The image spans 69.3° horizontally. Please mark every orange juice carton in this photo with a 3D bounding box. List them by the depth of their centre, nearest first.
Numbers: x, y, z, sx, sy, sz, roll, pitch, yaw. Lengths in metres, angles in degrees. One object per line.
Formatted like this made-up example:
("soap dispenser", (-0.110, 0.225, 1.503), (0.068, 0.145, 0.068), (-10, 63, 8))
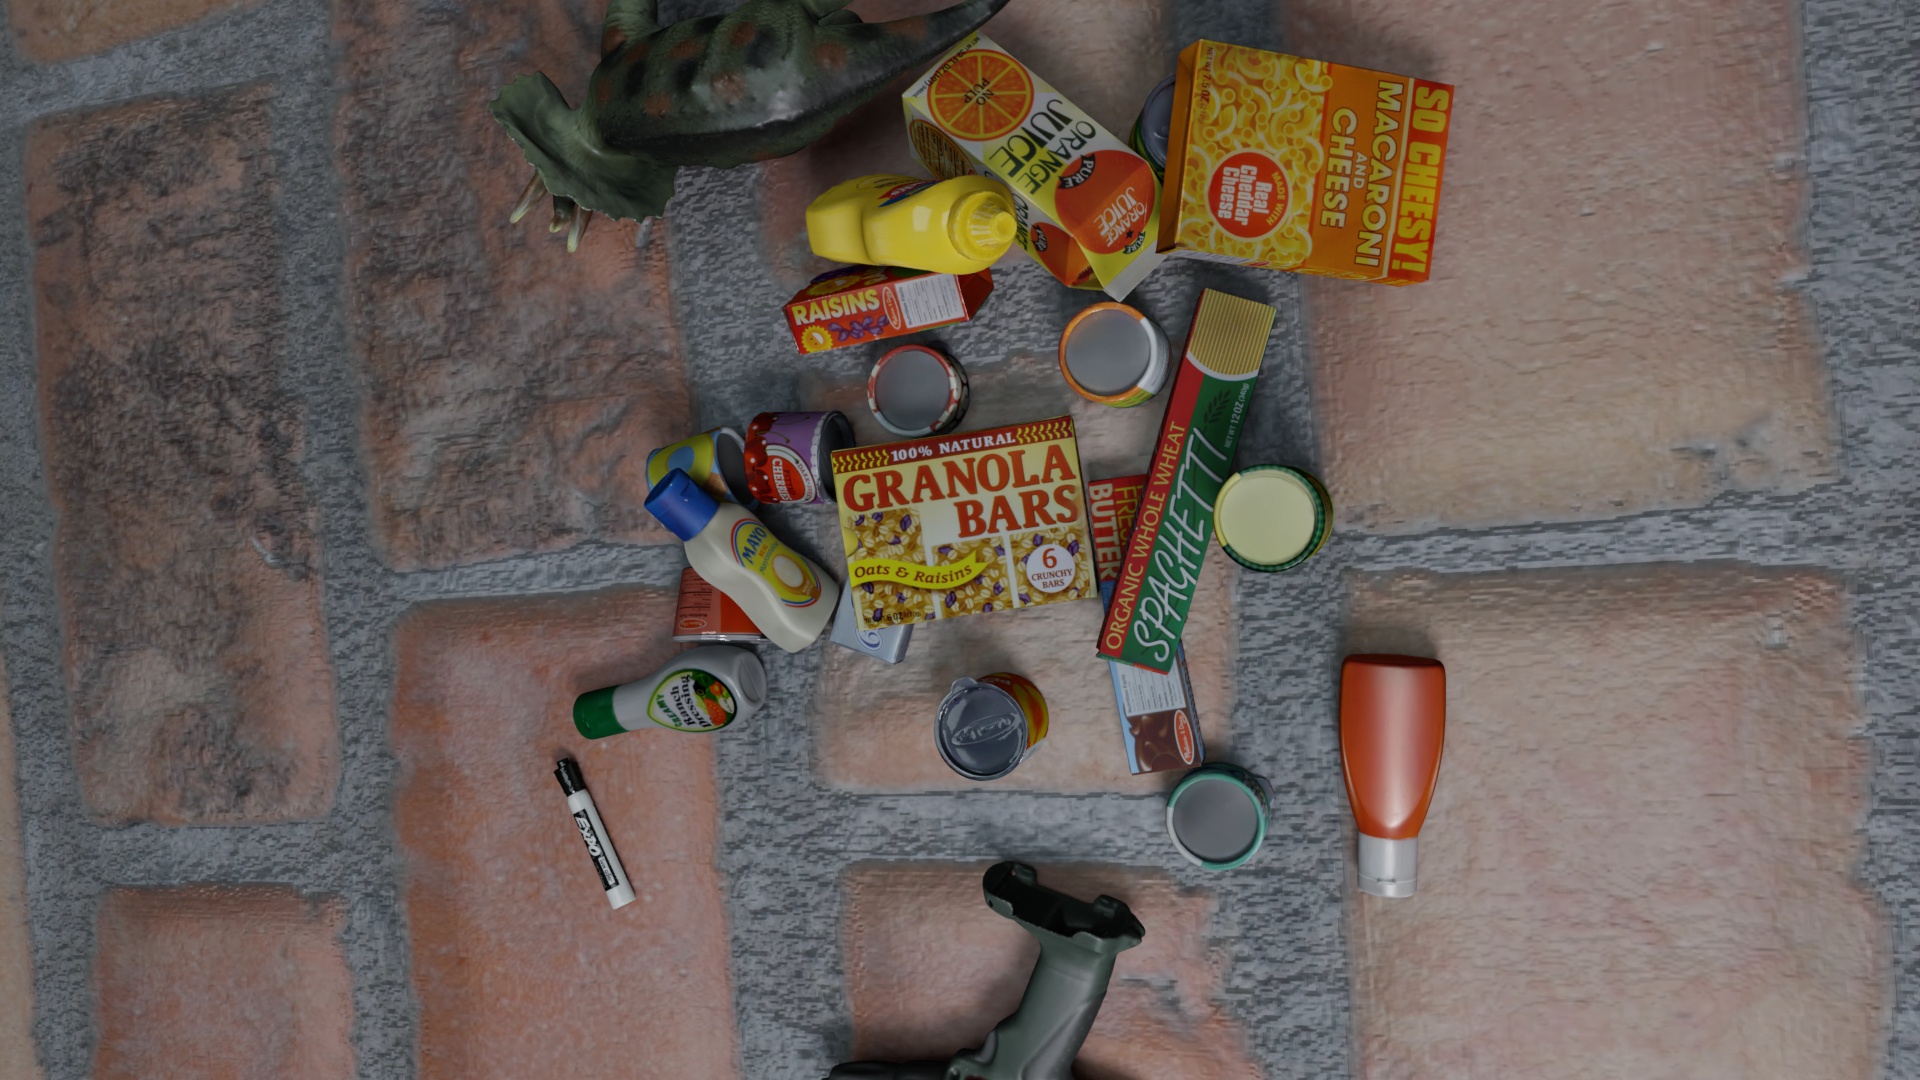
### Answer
("orange juice carton", (0.056, -0.237, 0.905), (0.193, 0.073, 0.072), (42, 79, 14))

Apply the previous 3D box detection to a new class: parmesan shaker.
("parmesan shaker", (0.196, -0.012, 0.865), (0.071, 0.103, 0.071), (1, 92, 17))

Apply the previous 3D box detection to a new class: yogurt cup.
("yogurt cup", (-0.174, 0.047, 1.005), (0.072, 0.072, 0.054), (-2, 83, 18))

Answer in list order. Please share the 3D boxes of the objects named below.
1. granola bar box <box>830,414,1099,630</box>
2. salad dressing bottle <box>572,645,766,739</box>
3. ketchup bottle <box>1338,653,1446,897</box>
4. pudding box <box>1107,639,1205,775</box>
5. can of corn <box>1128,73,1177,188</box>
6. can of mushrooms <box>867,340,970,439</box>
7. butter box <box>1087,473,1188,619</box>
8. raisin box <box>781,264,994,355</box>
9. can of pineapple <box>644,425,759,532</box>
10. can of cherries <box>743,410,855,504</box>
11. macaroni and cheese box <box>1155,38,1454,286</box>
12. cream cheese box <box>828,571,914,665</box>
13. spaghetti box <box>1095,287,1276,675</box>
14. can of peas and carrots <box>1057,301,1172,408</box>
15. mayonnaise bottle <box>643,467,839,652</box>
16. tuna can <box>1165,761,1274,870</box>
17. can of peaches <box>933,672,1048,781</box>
("granola bar box", (0.003, -0.012, 0.940), (0.165, 0.039, 0.124), (-9, 92, 5))
("salad dressing bottle", (-0.217, 0.117, 1.028), (0.147, 0.044, 0.064), (-14, 111, 21))
("ketchup bottle", (0.271, 0.148, 0.877), (0.065, 0.043, 0.148), (2, 92, 18))
("pudding box", (0.131, 0.111, 0.927), (0.049, 0.030, 0.083), (-12, 88, 16))
("can of corn", (0.144, -0.256, 0.889), (0.071, 0.058, 0.071), (0, 91, -2))
("can of mushrooms", (-0.029, -0.106, 0.970), (0.071, 0.033, 0.071), (1, 92, 18))
("butter box", (0.118, 0.008, 0.931), (0.053, 0.024, 0.103), (-8, 90, 17))
("raisin box", (-0.047, -0.166, 0.943), (0.123, 0.086, 0.040), (-9, 113, 18))
("can of pineapple", (-0.185, -0.042, 1.002), (0.058, 0.071, 0.071), (-18, 86, 17))
("can of cherries", (-0.114, -0.057, 0.978), (0.058, 0.071, 0.071), (1, 92, 18))
("macaroni and cheese box", (0.210, -0.228, 0.849), (0.167, 0.040, 0.123), (5, 95, -13))
("cream cheese box", (-0.053, 0.031, 0.986), (0.053, 0.024, 0.103), (19, 97, 16))
("spaghetti box", (0.145, -0.037, 0.897), (0.050, 0.028, 0.250), (16, 88, 3))
("can of peas and carrots", (0.100, -0.121, 0.915), (0.071, 0.059, 0.071), (0, 91, 17))
("mayonnaise bottle", (-0.152, 0.011, 0.963), (0.041, 0.065, 0.148), (-29, 118, 39))
("tuna can", (0.172, 0.180, 0.915), (0.071, 0.033, 0.071), (1, 92, 18))
("can of peaches", (0.021, 0.123, 0.948), (0.071, 0.058, 0.071), (1, 92, 18))
